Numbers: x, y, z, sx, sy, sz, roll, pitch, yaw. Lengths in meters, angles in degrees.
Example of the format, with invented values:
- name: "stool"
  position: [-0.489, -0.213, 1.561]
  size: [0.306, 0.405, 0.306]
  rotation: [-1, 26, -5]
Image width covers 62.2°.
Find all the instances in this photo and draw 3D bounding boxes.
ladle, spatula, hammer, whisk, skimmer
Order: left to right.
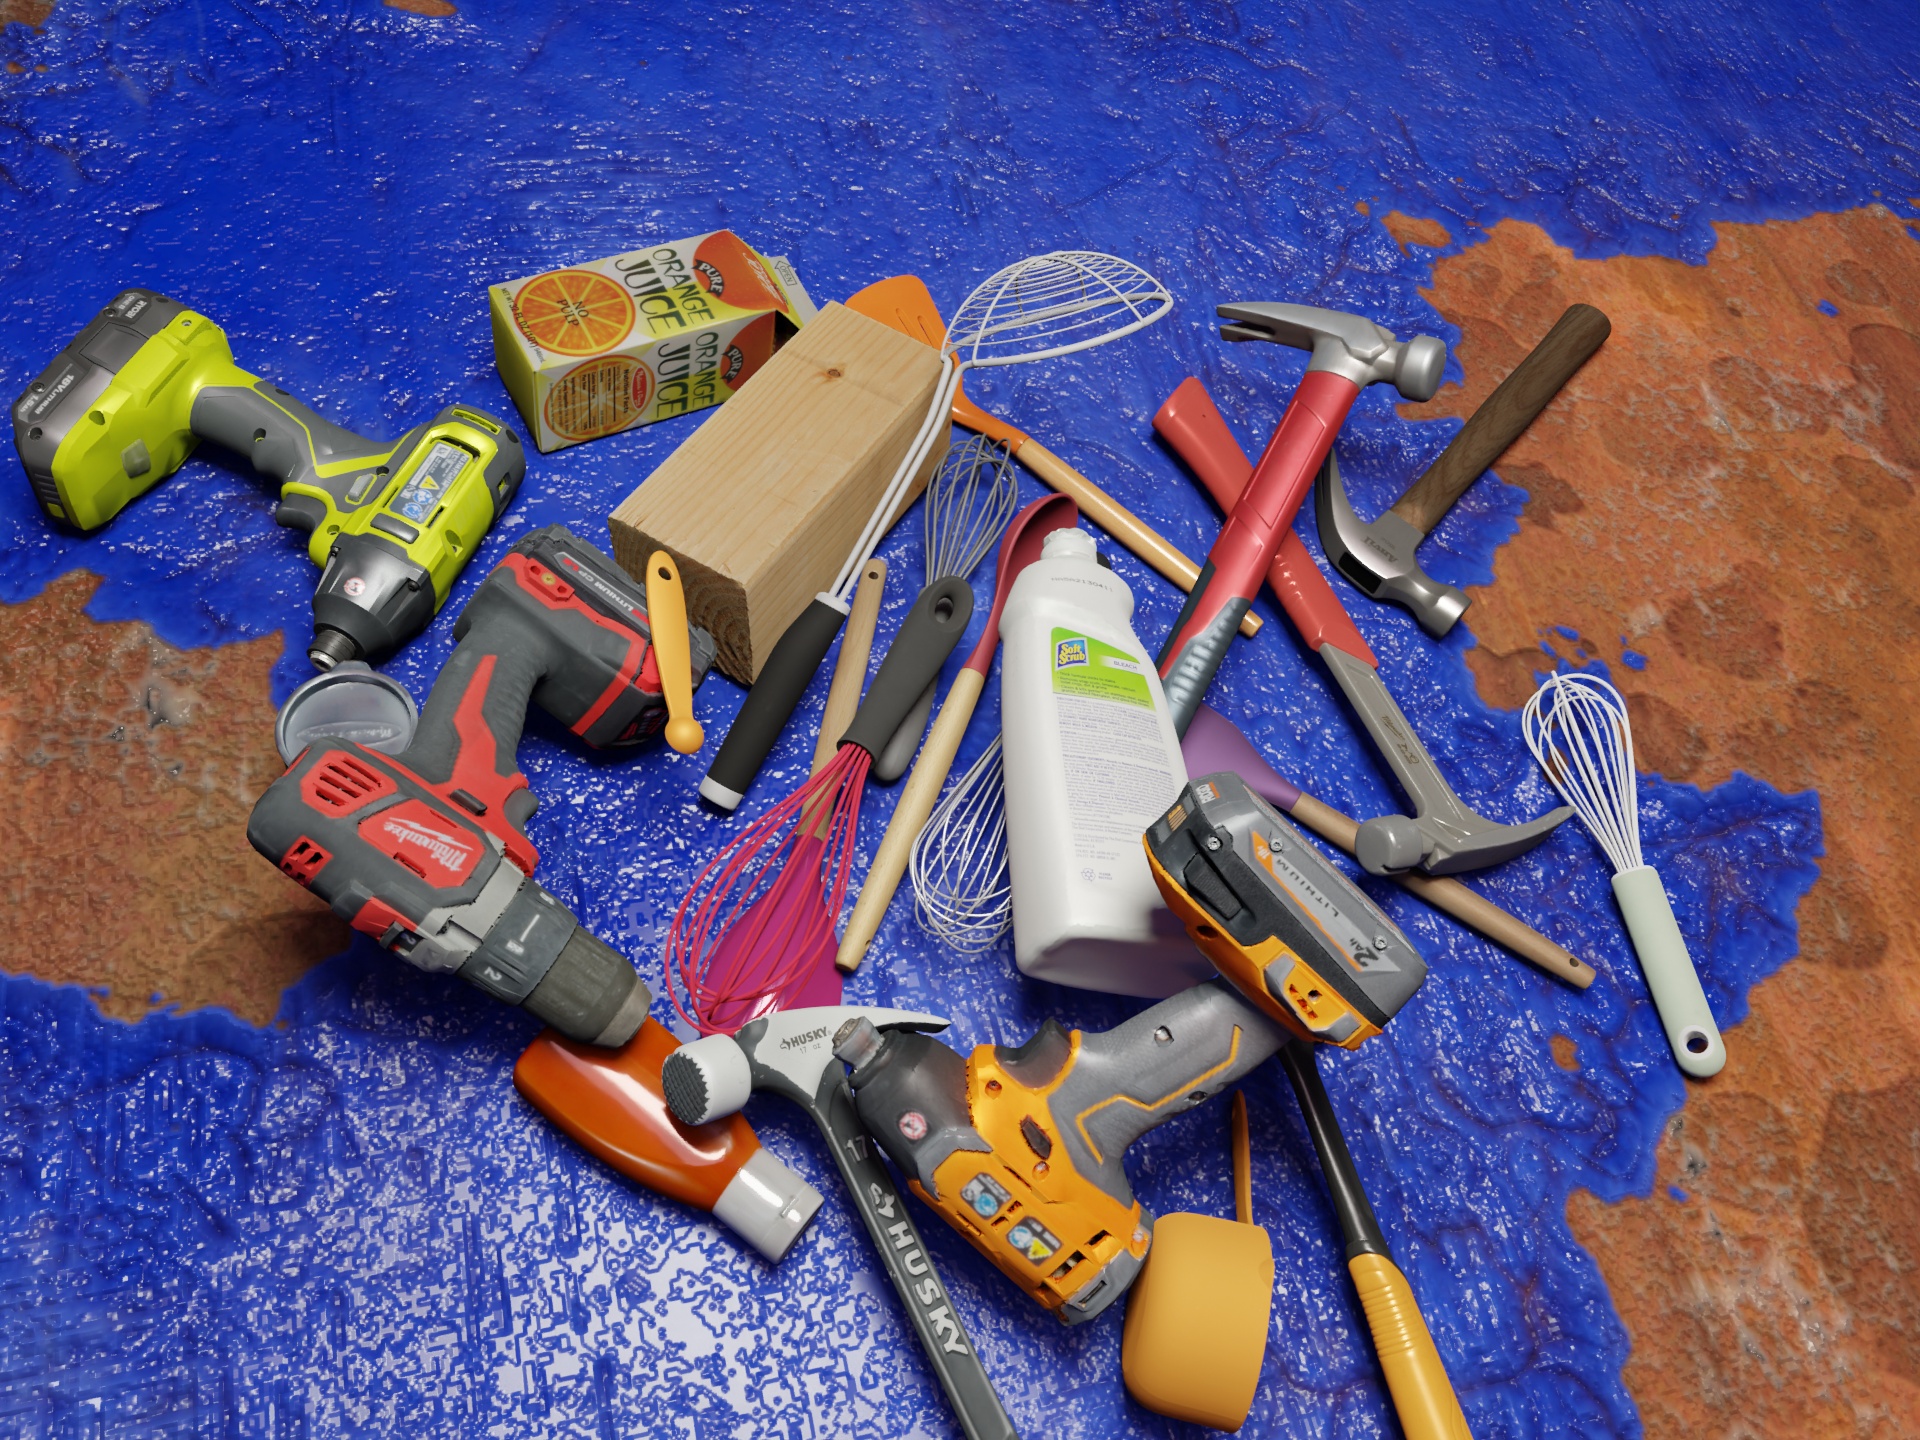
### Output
- name: "whisk"
  position: [-0.061, 0.032, 0.804]
  size: [0.073, 0.073, 0.296]
  rotation: [26, 57, 5]
- name: "skimmer"
  position: [-0.015, -0.101, 0.855]
  size: [0.090, 0.127, 0.363]
  rotation: [32, 87, -32]
- name: "whisk"
  position: [-0.011, -0.070, 0.909]
  size: [0.055, 0.055, 0.239]
  rotation: [17, 62, -1]
- name: "ladle"
  position: [-0.001, -0.003, 0.869]
  size: [0.031, 0.069, 0.316]
  rotation: [12, 59, 21]
- name: "hammer"
  position: [0.017, 0.304, 0.675]
  size: [0.149, 0.036, 0.409]
  rotation: [-9, 63, -48]
- name: "whisk"
  position: [0.038, 0.006, 0.872]
  size: [0.070, 0.070, 0.285]
  rotation: [22, 52, 2]
- name: "spatula"
  position: [0.061, -0.161, 0.982]
  size: [0.323, 0.041, 0.081]
  rotation: [40, 43, 11]
- name: "hammer"
  position: [0.139, -0.083, 0.910]
  size: [0.143, 0.038, 0.386]
  rotation: [20, 69, 26]
- name: "hammer"
  position: [0.218, -0.068, 0.952]
  size: [0.149, 0.036, 0.359]
  rotation: [-6, 57, -32]
- name: "spatula"
  position: [0.209, 0.061, 0.890]
  size: [0.316, 0.018, 0.060]
  rotation: [31, 59, 10]
- name: "hammer"
  position: [0.196, 0.275, 0.720]
  size: [0.127, 0.034, 0.337]
  rotation: [16, 49, -54]
- name: "hammer"
  position: [0.349, -0.191, 1.065]
  size: [0.130, 0.031, 0.331]
  rotation: [39, 59, 12]
- name: "whisk"
  position: [0.378, 0.081, 0.900]
  size: [0.058, 0.059, 0.247]
  rotation: [-20, 63, 19]

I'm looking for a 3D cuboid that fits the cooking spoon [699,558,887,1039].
- name: "cooking spoon"
  position: [-0.075, 0.042, 0.844]
  size: [0.068, 0.017, 0.319]
  rotation: [14, 58, -5]

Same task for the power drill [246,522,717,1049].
- name: "power drill"
  position: [-0.196, 0.031, 0.751]
  size: [0.187, 0.080, 0.227]
  rotation: [38, 40, -14]

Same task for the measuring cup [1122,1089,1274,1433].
- name: "measuring cup"
  position: [0.108, 0.237, 0.737]
  size: [0.052, 0.095, 0.174]
  rotation: [11, 39, 1]

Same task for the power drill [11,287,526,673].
- name: "power drill"
  position: [-0.373, -0.128, 0.855]
  size: [0.223, 0.080, 0.171]
  rotation: [23, 57, 0]

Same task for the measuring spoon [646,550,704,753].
- name: "measuring spoon"
  position: [-0.140, -0.037, 0.784]
  size: [0.021, 0.011, 0.117]
  rotation: [10, 56, -37]

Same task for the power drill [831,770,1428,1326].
- name: "power drill"
  position: [0.063, 0.130, 0.676]
  size: [0.164, 0.084, 0.226]
  rotation: [42, 100, -6]
